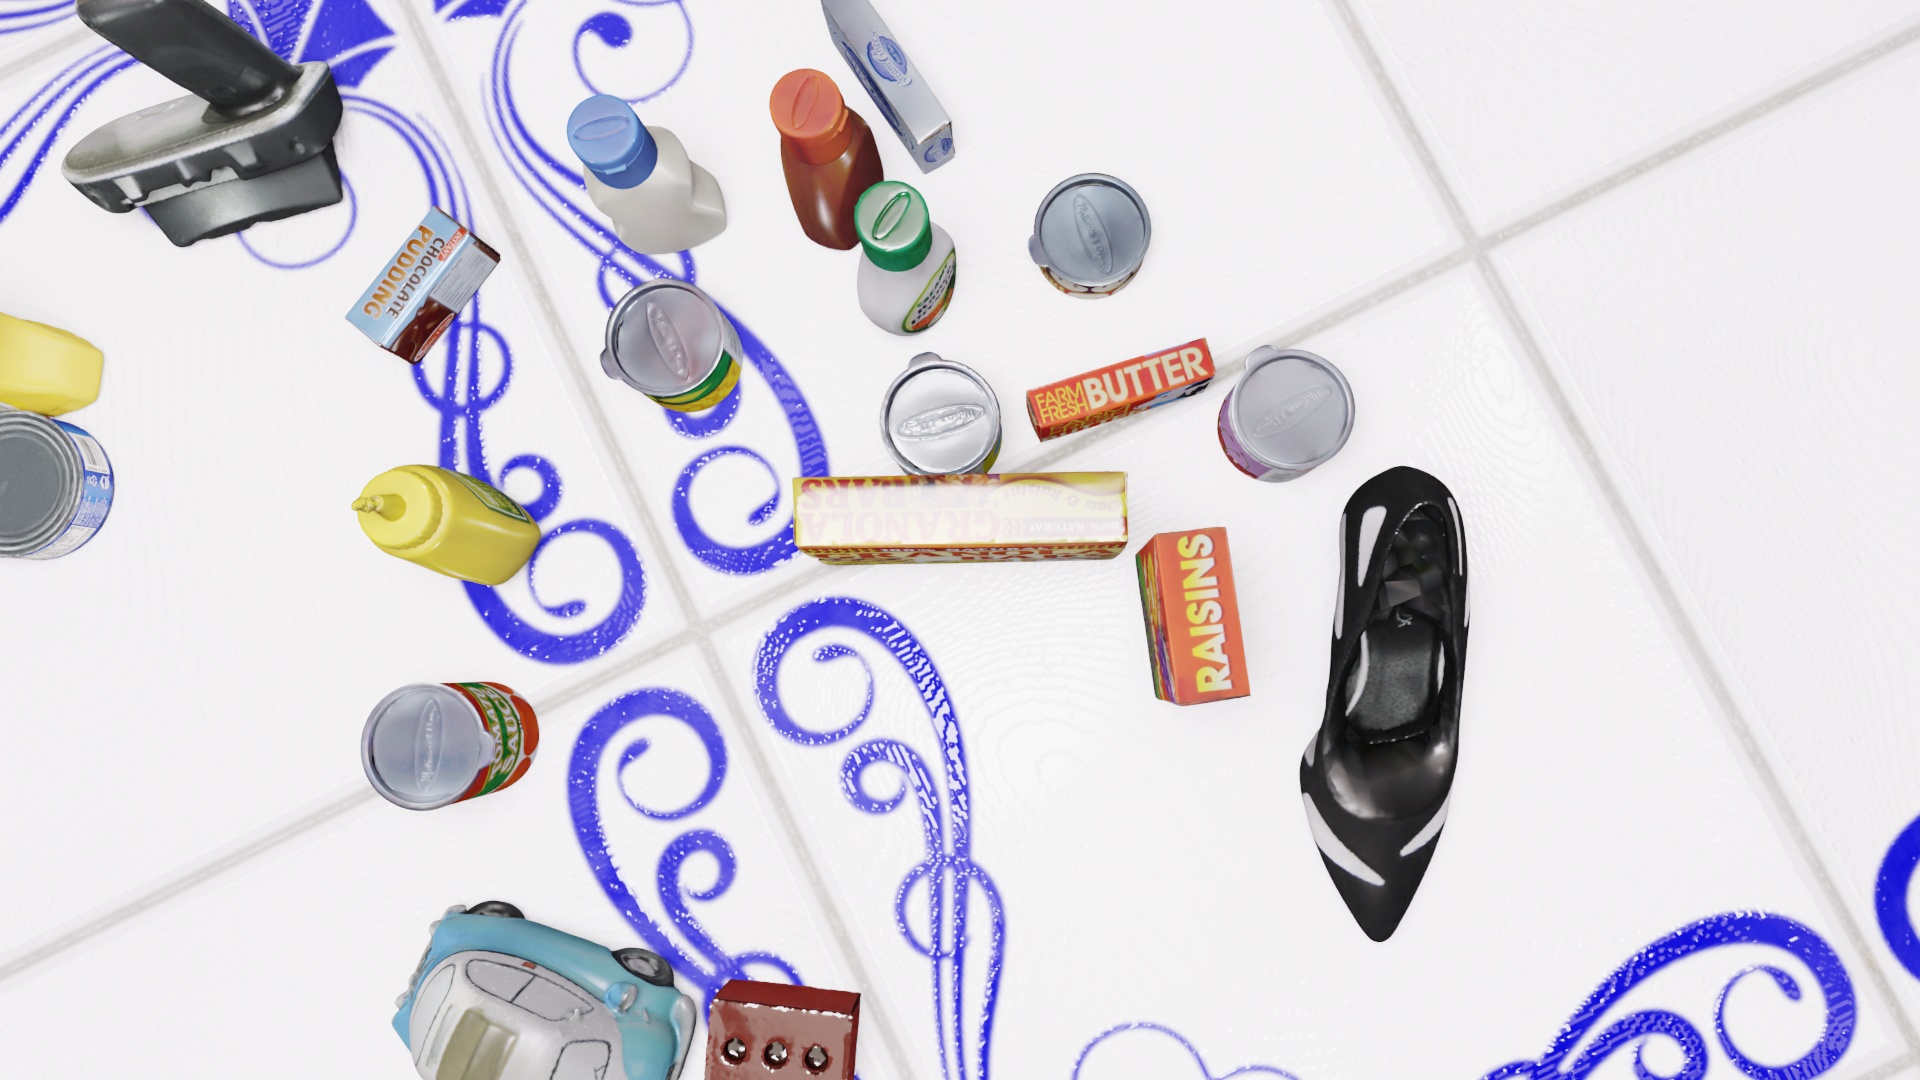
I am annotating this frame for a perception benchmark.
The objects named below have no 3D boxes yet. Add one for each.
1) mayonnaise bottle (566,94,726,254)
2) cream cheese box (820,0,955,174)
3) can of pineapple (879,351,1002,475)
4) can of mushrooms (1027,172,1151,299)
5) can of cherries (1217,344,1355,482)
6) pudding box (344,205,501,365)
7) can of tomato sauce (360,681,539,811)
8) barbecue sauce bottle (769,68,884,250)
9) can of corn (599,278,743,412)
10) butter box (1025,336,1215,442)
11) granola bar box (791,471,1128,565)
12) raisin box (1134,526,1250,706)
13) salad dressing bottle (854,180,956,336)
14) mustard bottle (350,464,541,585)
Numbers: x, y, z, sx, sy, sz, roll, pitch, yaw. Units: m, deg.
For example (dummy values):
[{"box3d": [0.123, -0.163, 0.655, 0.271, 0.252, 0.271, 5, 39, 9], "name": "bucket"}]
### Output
[{"box3d": [-0.171, -0.196, 0.751, 0.065, 0.148, 0.041, -15, 85, 1], "name": "mayonnaise bottle"}, {"box3d": [-0.041, -0.265, 0.800, 0.024, 0.053, 0.104, -34, 84, -1], "name": "cream cheese box"}, {"box3d": [-0.010, -0.065, 0.777, 0.071, 0.058, 0.071, 0, 85, 3], "name": "can of pineapple"}, {"box3d": [0.073, -0.173, 0.796, 0.071, 0.033, 0.071, 0, 85, 3], "name": "can of mushrooms"}, {"box3d": [0.178, -0.070, 0.769, 0.071, 0.058, 0.071, 0, 85, 3], "name": "can of cherries"}, {"box3d": [-0.309, -0.146, 0.802, 0.030, 0.049, 0.084, 37, 87, 5], "name": "pudding box"}, {"box3d": [-0.274, 0.109, 0.759, 0.071, 0.083, 0.071, 0, 85, 3], "name": "can of tomato sauce"}, {"box3d": [-0.071, -0.206, 0.748, 0.044, 0.148, 0.065, 19, 86, 4], "name": "barbecue sauce bottle"}, {"box3d": [-0.163, -0.108, 0.788, 0.071, 0.058, 0.071, 0, 85, 3], "name": "can of corn"}, {"box3d": [0.088, -0.083, 0.777, 0.103, 0.053, 0.024, -17, 85, 1], "name": "butter box"}, {"box3d": [0.003, -0.009, 0.738, 0.166, 0.124, 0.039, -1, 85, 2], "name": "granola bar box"}, {"box3d": [0.119, 0.041, 0.728, 0.040, 0.123, 0.086, -7, 85, 2], "name": "raisin box"}, {"box3d": [-0.031, -0.150, 0.741, 0.044, 0.147, 0.064, 35, 87, 5], "name": "salad dressing bottle"}, {"box3d": [-0.275, -0.011, 0.732, 0.065, 0.160, 0.049, 36, 88, 5], "name": "mustard bottle"}]
